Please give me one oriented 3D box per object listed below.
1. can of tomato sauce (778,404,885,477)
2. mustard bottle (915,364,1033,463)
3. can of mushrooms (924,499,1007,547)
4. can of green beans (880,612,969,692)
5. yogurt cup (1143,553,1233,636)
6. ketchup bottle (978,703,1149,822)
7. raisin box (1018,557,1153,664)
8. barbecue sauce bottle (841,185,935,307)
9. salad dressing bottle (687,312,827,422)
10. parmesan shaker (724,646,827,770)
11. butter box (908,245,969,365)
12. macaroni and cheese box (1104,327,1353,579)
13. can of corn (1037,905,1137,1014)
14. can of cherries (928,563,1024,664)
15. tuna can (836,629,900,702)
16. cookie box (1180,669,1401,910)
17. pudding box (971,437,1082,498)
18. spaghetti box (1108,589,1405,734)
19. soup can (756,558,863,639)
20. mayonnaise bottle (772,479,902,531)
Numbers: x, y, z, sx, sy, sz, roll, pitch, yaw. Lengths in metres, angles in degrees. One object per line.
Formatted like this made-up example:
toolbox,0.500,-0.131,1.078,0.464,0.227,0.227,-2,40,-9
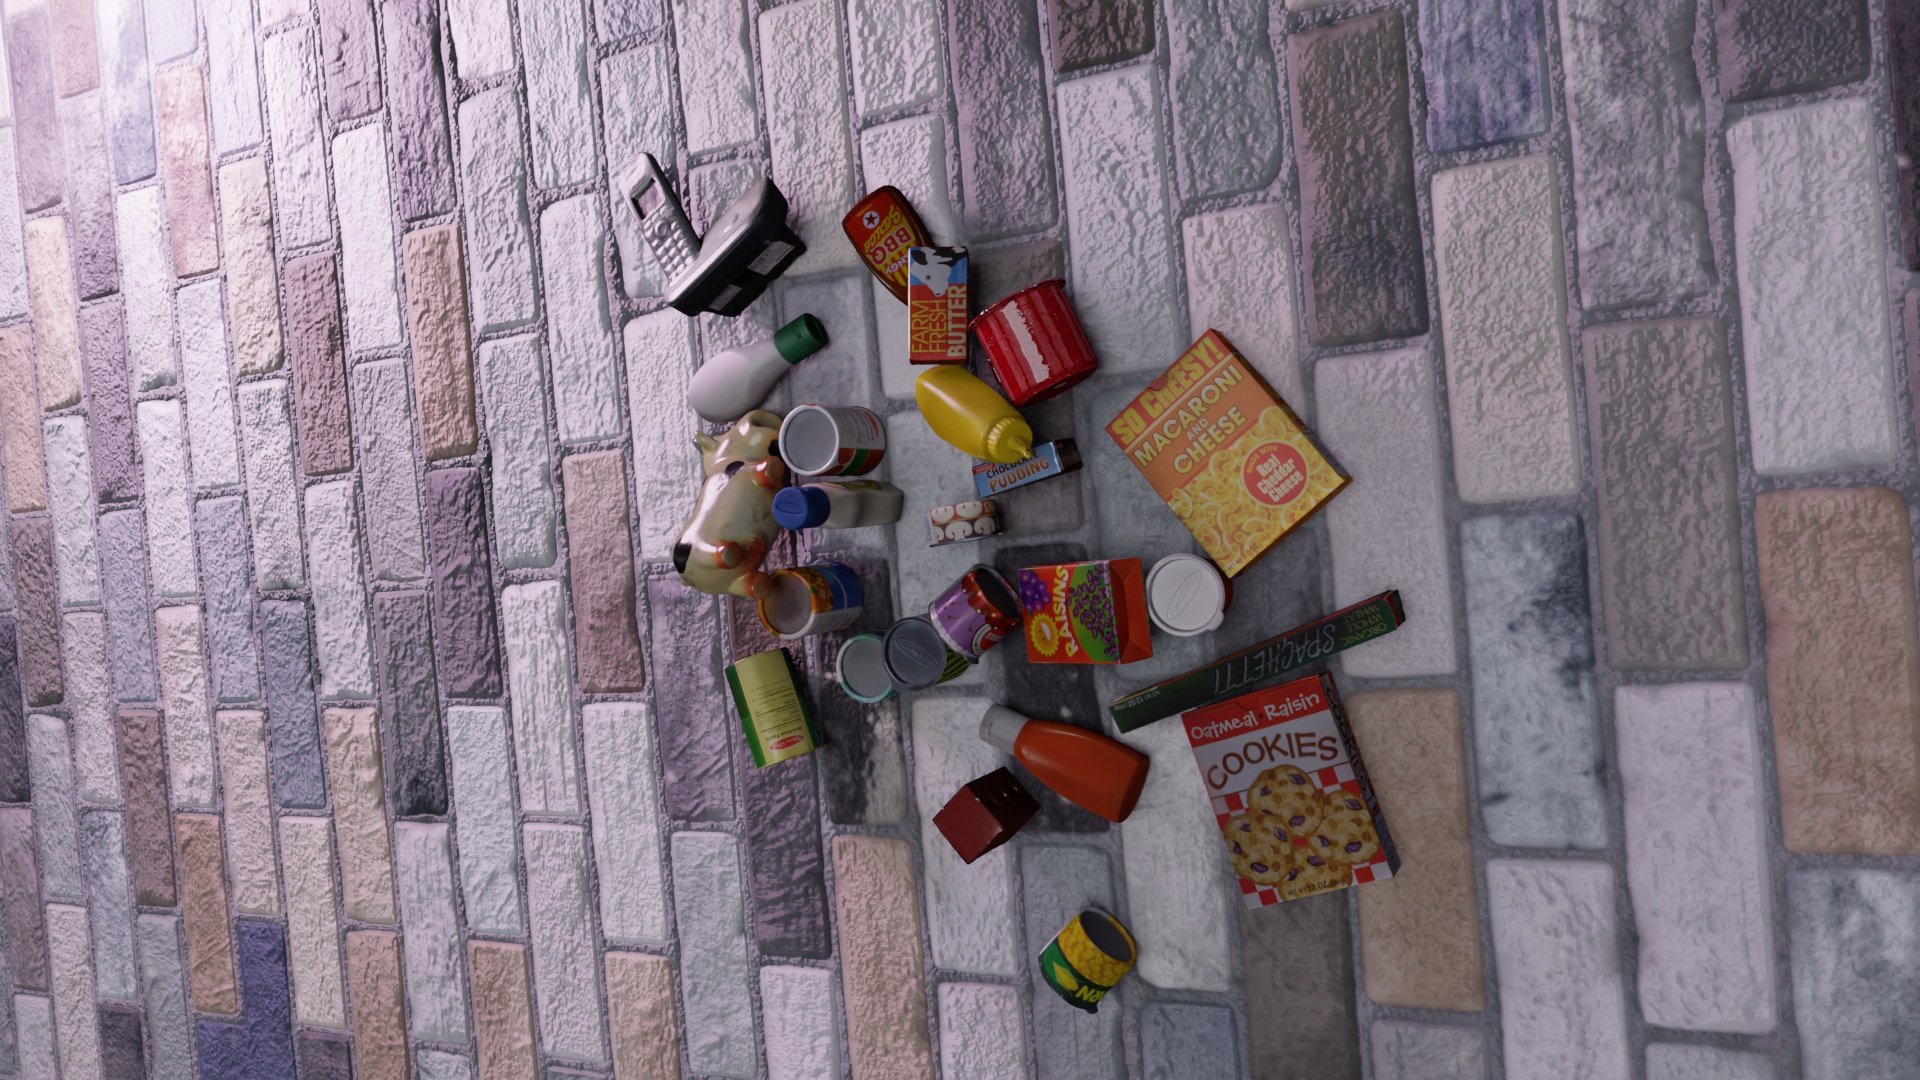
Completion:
can of tomato sauce,-0.119,-0.090,1.278,0.071,0.083,0.071,2,94,26
mustard bottle,0.019,-0.101,1.191,0.160,0.049,0.065,39,152,47
can of mushrooms,0.004,-0.015,1.232,0.071,0.071,0.033,-11,88,27
can of green beans,-0.029,0.099,1.258,0.071,0.058,0.071,2,94,26
yogurt cup,0.192,0.043,1.147,0.072,0.054,0.072,2,94,26
ketchup bottle,0.087,0.188,1.213,0.149,0.043,0.064,23,102,24
raisin box,0.103,0.061,1.172,0.123,0.040,0.086,-6,91,56
barbecue sauce bottle,-0.045,-0.246,1.255,0.064,0.044,0.149,-36,78,17
salad dressing bottle,-0.194,-0.167,1.335,0.147,0.044,0.064,-29,79,24
parmesan shaker,-0.177,0.160,1.333,0.071,0.071,0.103,-23,82,26
butter box,-0.019,-0.204,1.210,0.053,0.024,0.103,-1,82,4
macaroni and cheese box,0.217,-0.072,1.136,0.123,0.040,0.167,-44,74,21
can of corn,0.111,0.361,1.198,0.071,0.071,0.058,44,110,18
can of cherries,0.016,0.065,1.229,0.058,0.071,0.071,-42,75,21
tuna can,-0.079,0.118,1.298,0.071,0.033,0.071,2,94,27
cookie box,0.266,0.202,1.127,0.122,0.040,0.167,-22,83,26
pudding box,0.058,-0.063,1.210,0.083,0.050,0.030,-17,89,27
spaghetti box,0.239,0.100,1.129,0.249,0.050,0.028,-26,84,25
soup can,-0.142,0.053,1.297,0.071,0.084,0.071,2,94,27
mayonnaise bottle,-0.111,-0.032,1.241,0.065,0.148,0.041,12,99,25
